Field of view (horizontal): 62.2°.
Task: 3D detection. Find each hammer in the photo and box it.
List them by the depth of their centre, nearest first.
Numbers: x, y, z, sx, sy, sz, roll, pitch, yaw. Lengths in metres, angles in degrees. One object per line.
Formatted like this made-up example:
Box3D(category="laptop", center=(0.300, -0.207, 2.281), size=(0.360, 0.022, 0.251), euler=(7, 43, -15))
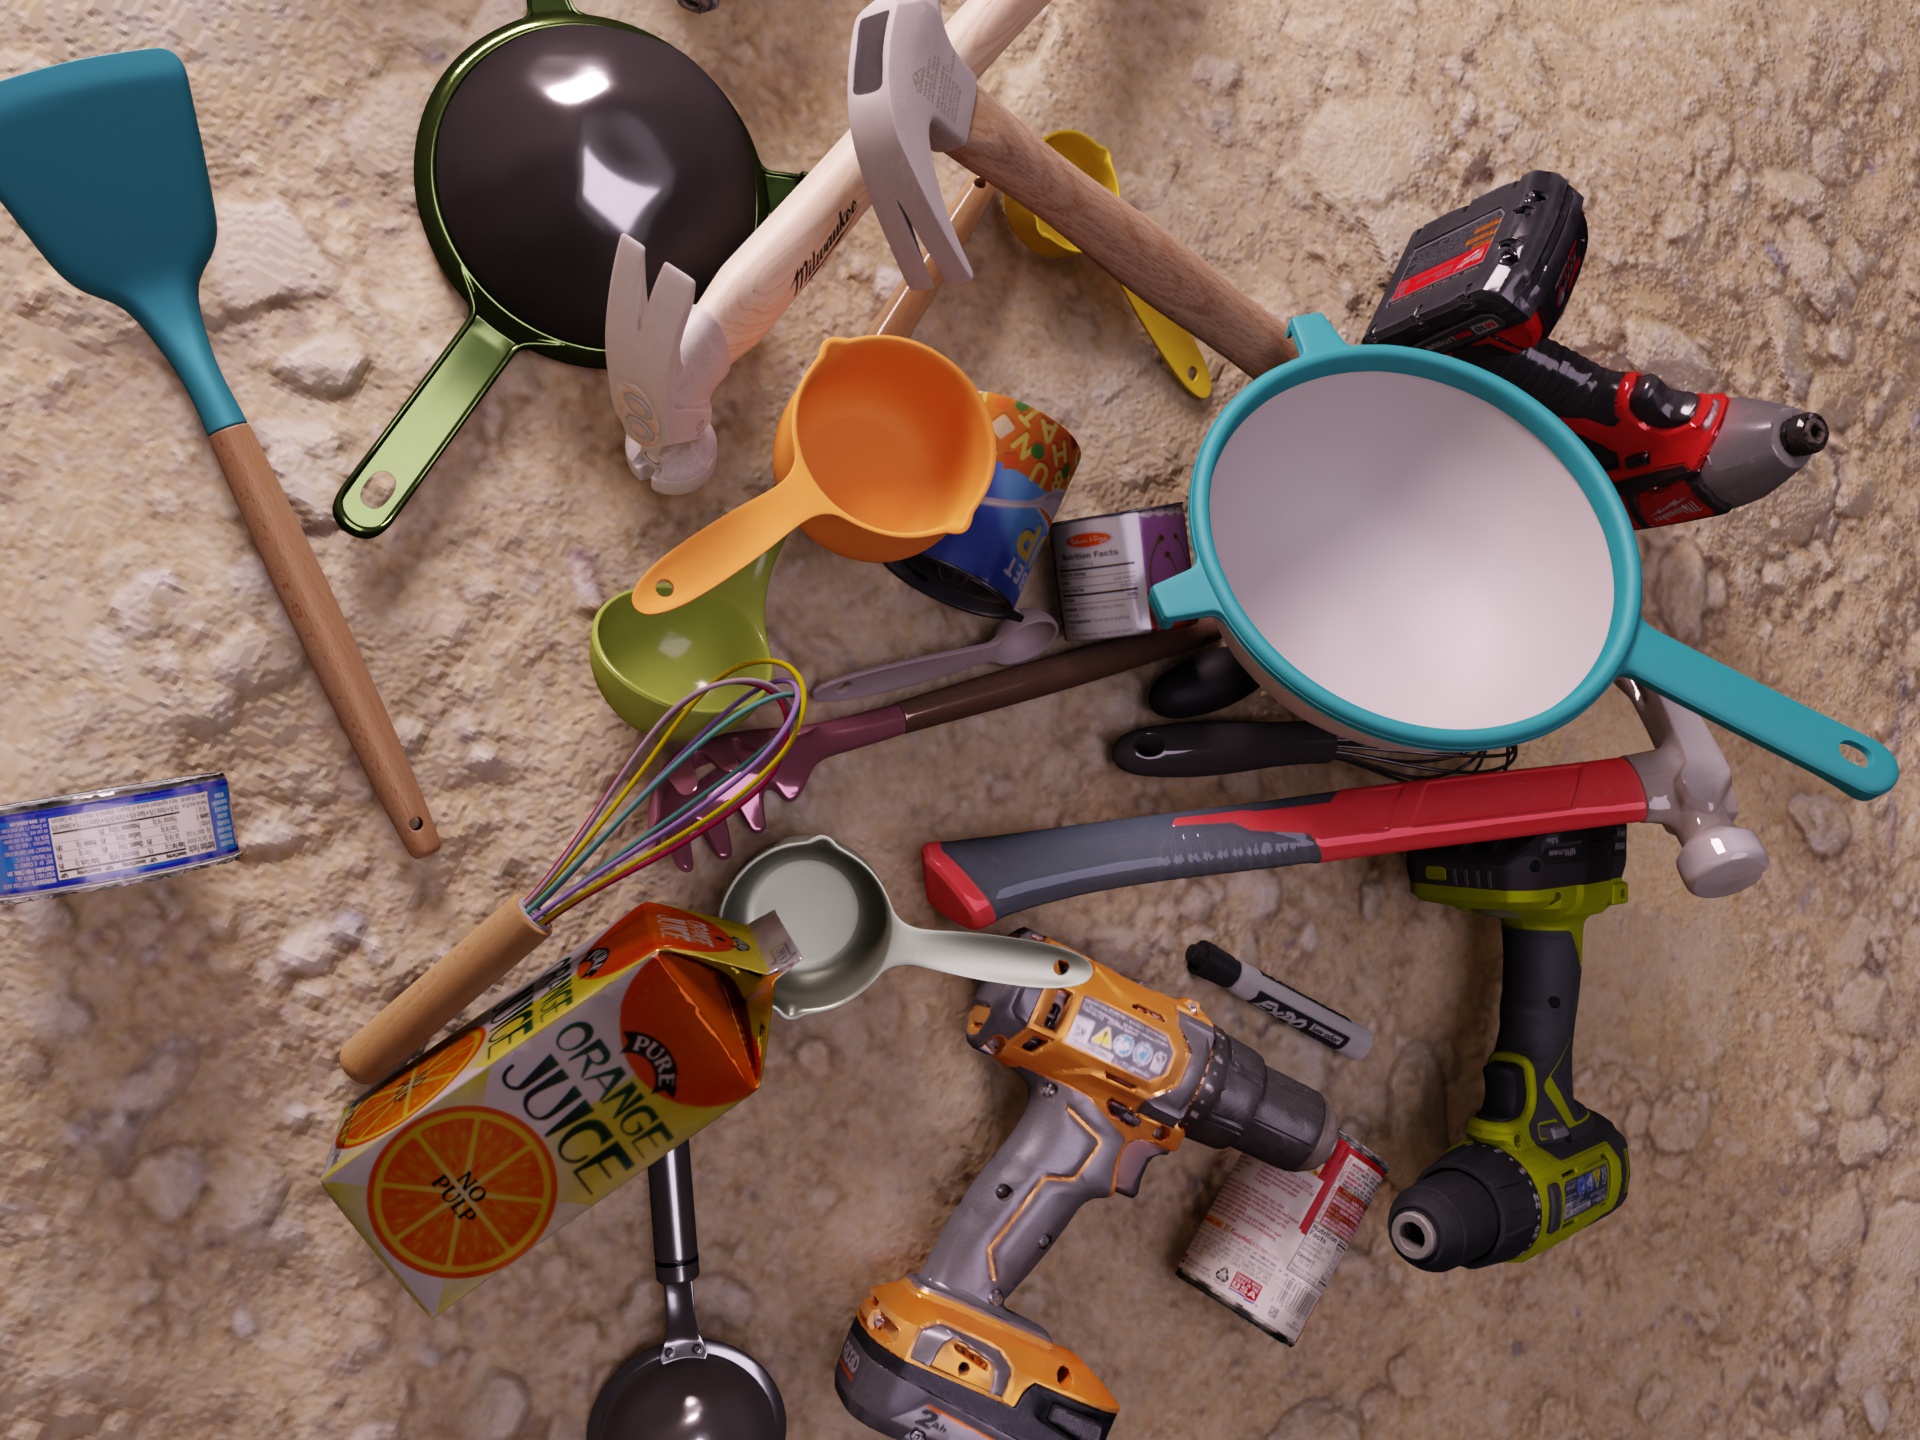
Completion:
Box3D(category="hammer", center=(-0.012, -0.278, 0.683), size=(0.038, 0.146, 0.411), euler=(34, 69, 4))
Box3D(category="hammer", center=(0.071, -0.209, 0.701), size=(0.331, 0.031, 0.130), euler=(18, 79, -48))
Box3D(category="hammer", center=(0.172, 0.038, 0.763), size=(0.386, 0.038, 0.143), euler=(-6, 52, -4))

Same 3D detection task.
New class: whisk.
Box3D(category="whisk", center=(-0.154, 0.061, 0.633), size=(0.245, 0.051, 0.047), euler=(-40, 84, 7))
Box3D(category="whisk", center=(0.187, 0.014, 0.822), size=(0.239, 0.055, 0.055), euler=(-2, 92, -20))
Box3D(category="whisk", center=(0.221, -0.055, 0.832), size=(0.284, 0.070, 0.070), euler=(-20, 99, -17))

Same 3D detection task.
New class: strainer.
Box3D(category="strainer", center=(-0.171, -0.182, 0.644), size=(0.151, 0.069, 0.256), euler=(37, 75, -20))
Box3D(category="strainer", center=(-0.124, 0.246, 0.690), size=(0.087, 0.050, 0.258), euler=(-5, 89, -9))
Box3D(category="strainer", center=(0.257, -0.037, 0.749), size=(0.340, 0.095, 0.211), euler=(28, 64, 4))

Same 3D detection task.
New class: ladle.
Box3D(category="ladle", center=(-0.059, -0.130, 0.704), size=(0.078, 0.062, 0.320), euler=(29, 75, 0))

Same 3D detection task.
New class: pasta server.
Box3D(category="pasta server", center=(-0.001, -0.002, 0.740), size=(0.316, 0.060, 0.040), euler=(-17, 53, -25))

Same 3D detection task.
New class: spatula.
Box3D(category="spatula", center=(-0.273, -0.089, 0.614), size=(0.082, 0.044, 0.317), euler=(-27, 102, -24))

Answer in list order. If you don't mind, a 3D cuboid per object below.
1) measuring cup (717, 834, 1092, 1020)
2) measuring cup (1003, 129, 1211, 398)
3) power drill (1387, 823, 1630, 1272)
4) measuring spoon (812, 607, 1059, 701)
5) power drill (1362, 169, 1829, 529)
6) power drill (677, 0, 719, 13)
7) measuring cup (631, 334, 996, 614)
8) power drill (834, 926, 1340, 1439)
Box3D(category="measuring cup", center=(-0.025, 0.096, 0.710), size=(0.167, 0.038, 0.083), euler=(10, 94, -9))
Box3D(category="measuring cup", center=(0.075, -0.217, 0.783), size=(0.156, 0.029, 0.062), euler=(48, 66, -30))
Box3D(category="power drill", center=(0.282, 0.165, 0.825), size=(0.190, 0.080, 0.228), euler=(0, 90, -45))
Box3D(category="measuring spoon", center=(-0.013, -0.032, 0.745), size=(0.124, 0.034, 0.018), euler=(-15, 62, -18))
Box3D(category="power drill", center=(0.335, -0.180, 0.832), size=(0.219, 0.143, 0.078), euler=(32, 76, -19))
Box3D(category="power drill", center=(-0.162, -0.401, 0.641), size=(0.226, 0.084, 0.164), euler=(16, 85, -27))
Box3D(category="measuring cup", center=(-0.065, -0.086, 0.647), size=(0.173, 0.052, 0.095), euler=(-37, 93, -23))
Box3D(category="power drill", center=(0.062, 0.233, 0.735), size=(0.185, 0.084, 0.226), euler=(26, 77, -8))
